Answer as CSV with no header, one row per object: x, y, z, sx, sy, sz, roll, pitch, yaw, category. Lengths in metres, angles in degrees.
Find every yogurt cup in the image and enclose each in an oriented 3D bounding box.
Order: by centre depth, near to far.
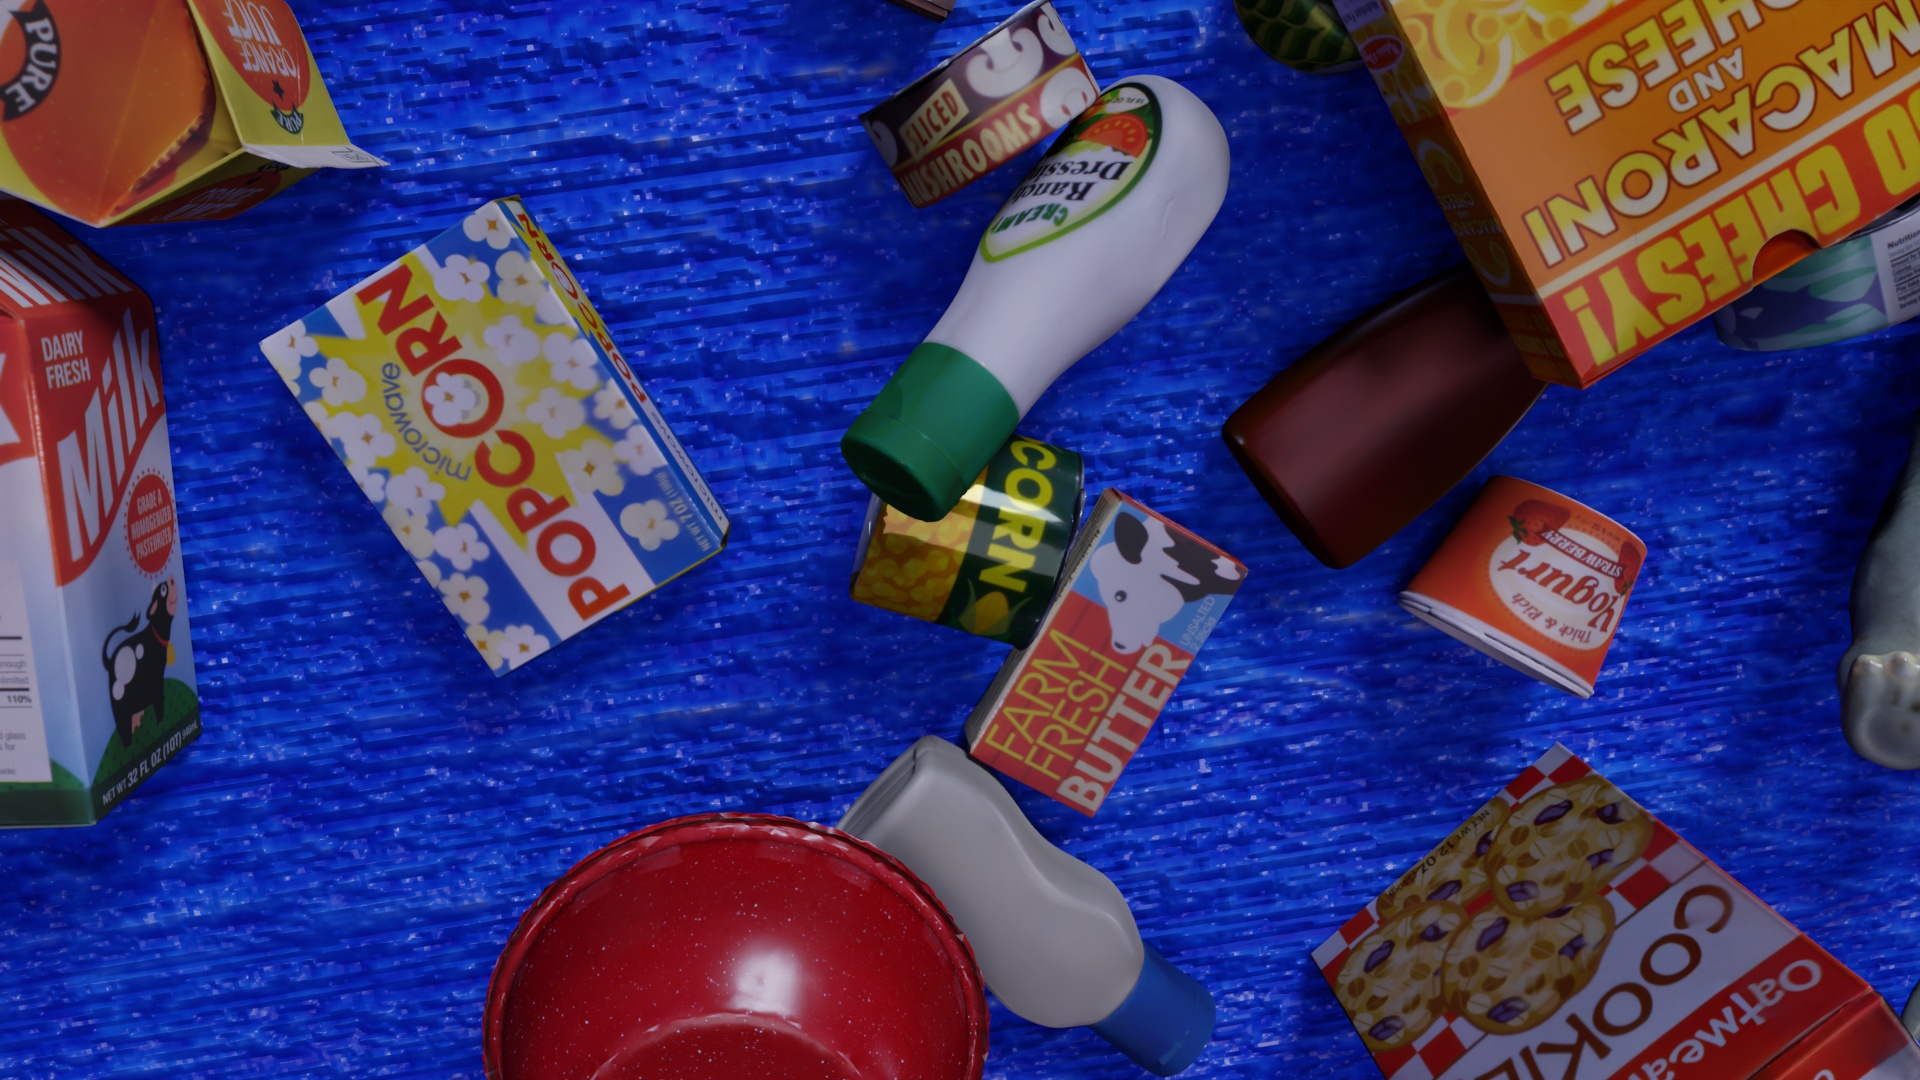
0.189,0.014,0.462,0.072,0.072,0.054,28,93,-11,yogurt cup

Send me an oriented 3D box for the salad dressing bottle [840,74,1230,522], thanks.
0.023,-0.071,0.406,0.148,0.064,0.044,-53,128,-19,salad dressing bottle

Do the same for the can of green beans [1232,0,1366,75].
0.119,-0.175,0.411,0.071,0.058,0.071,-1,104,-4,can of green beans

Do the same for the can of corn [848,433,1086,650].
0.002,-0.005,0.438,0.058,0.071,0.071,16,102,-7,can of corn

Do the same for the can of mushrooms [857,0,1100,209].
0.005,-0.127,0.408,0.071,0.071,0.033,-31,106,4,can of mushrooms

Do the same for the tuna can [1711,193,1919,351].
0.271,-0.087,0.443,0.071,0.071,0.032,-22,106,1,tuna can

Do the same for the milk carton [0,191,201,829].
-0.288,-0.016,0.413,0.073,0.072,0.190,0,105,-4,milk carton

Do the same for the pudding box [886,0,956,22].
-0.013,-0.202,0.409,0.050,0.030,0.083,19,102,-10,pudding box

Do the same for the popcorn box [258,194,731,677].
-0.142,-0.032,0.437,0.085,0.038,0.126,-30,104,4,popcorn box

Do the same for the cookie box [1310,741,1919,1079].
0.192,0.146,0.440,0.123,0.168,0.040,-43,103,7,cookie box

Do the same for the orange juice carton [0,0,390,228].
-0.263,-0.142,0.383,0.193,0.072,0.073,22,102,-9,orange juice carton

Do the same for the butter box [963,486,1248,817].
0.048,0.039,0.477,0.053,0.024,0.103,28,100,-10,butter box

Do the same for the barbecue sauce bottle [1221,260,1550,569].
0.161,-0.058,0.451,0.148,0.044,0.065,-39,104,5,barbecue sauce bottle

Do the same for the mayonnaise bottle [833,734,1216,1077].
0.026,0.135,0.491,0.148,0.041,0.064,40,104,-13,mayonnaise bottle

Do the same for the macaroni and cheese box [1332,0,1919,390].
0.175,-0.142,0.367,0.123,0.040,0.166,-31,100,5,macaroni and cheese box
